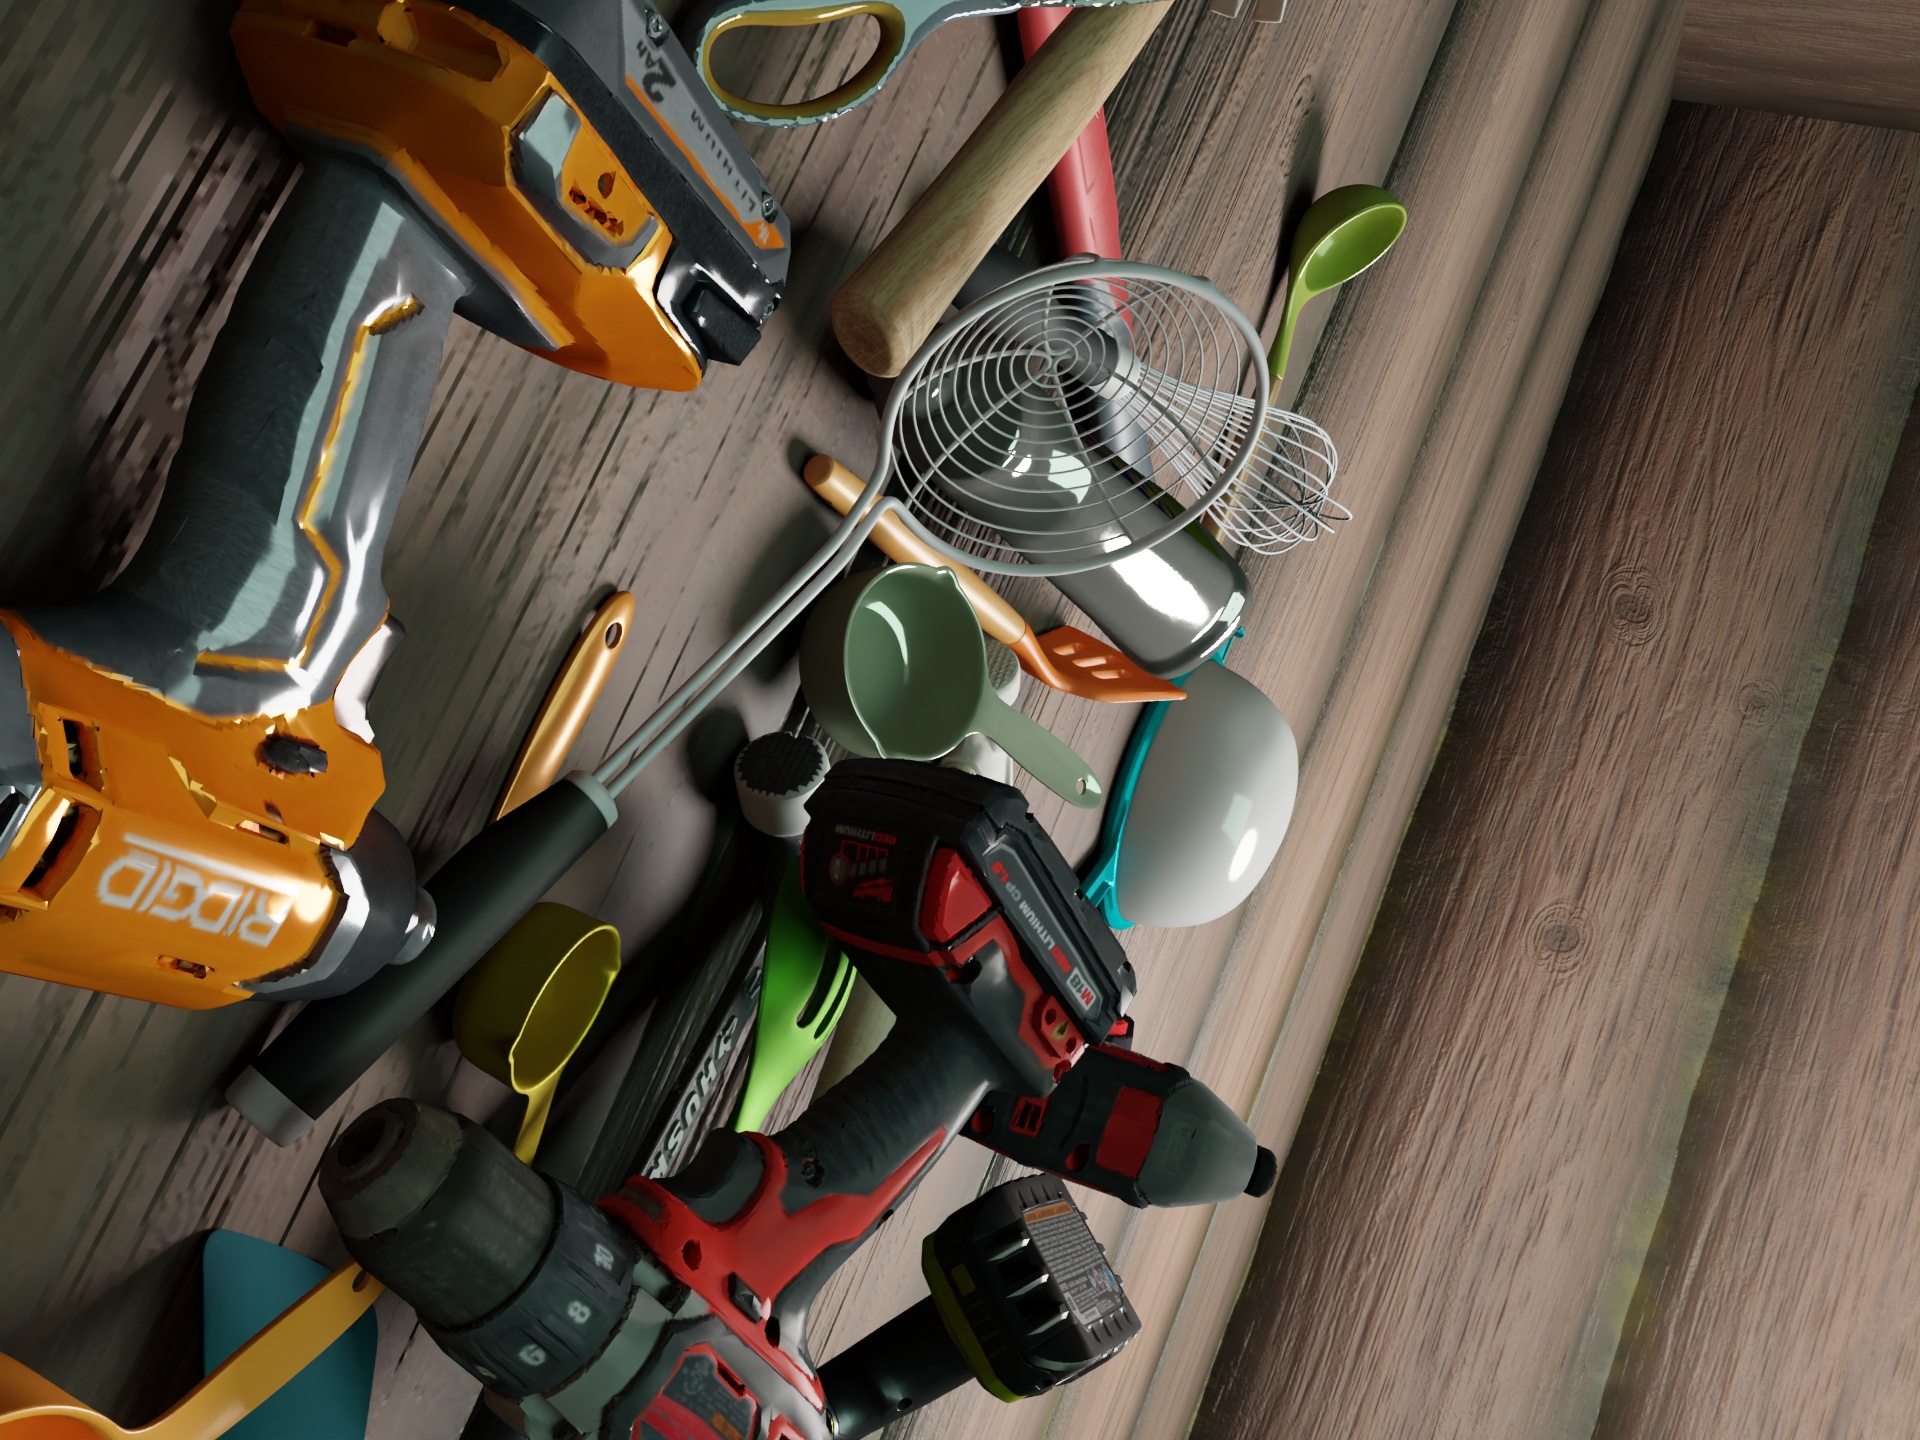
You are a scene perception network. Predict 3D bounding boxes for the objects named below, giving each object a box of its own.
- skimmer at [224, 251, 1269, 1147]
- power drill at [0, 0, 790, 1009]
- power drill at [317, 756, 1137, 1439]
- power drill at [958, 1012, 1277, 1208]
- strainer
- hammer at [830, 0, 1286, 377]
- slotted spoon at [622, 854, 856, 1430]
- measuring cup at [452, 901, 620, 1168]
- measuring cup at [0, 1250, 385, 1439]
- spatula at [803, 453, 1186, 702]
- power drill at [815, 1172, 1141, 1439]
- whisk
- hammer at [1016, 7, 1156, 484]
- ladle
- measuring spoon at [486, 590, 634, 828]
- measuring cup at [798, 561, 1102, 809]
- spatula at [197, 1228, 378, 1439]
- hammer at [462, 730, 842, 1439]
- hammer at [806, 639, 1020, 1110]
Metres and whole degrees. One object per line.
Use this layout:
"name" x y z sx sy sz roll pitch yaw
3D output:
"skimmer" -0.046 -0.007 0.465 0.363 0.090 0.127 -47 148 -23
"power drill" -0.129 -0.043 0.350 0.226 0.084 0.164 -63 157 -10
"power drill" -0.059 0.112 0.475 0.227 0.080 0.187 -52 127 -26
"power drill" 0.052 0.172 0.746 0.219 0.143 0.078 164 -54 -79
"strainer" 0.150 0.088 1.063 0.340 0.095 0.210 -44 145 -50
"hammer" 0.053 -0.244 0.563 0.331 0.031 0.129 -57 154 -23
"slotted spoon" -0.094 0.191 0.518 0.070 0.031 0.314 67 41 -63
"measuring cup" -0.149 0.125 0.509 0.156 0.029 0.062 -67 169 23
"measuring cup" -0.207 0.160 0.361 0.173 0.052 0.095 -33 136 -59
"spatula" 0.018 -0.057 0.713 0.041 0.081 0.322 -57 152 0
"power drill" -0.046 0.282 0.663 0.223 0.080 0.171 -34 160 8
"whisk" 0.084 -0.141 0.697 0.284 0.070 0.070 22 87 -43
"hammer" 0.063 -0.223 0.701 0.143 0.038 0.385 -63 156 -24
"ladle" 0.201 -0.192 1.020 0.078 0.062 0.320 21 91 -67
"measuring spoon" -0.124 0.013 0.485 0.117 0.011 0.021 -66 157 -13
"measuring cup" -0.001 -0.002 0.647 0.167 0.038 0.083 36 64 -41
"spatula" -0.212 0.288 0.372 0.082 0.044 0.318 65 37 -54
"hammer" -0.126 0.195 0.520 0.149 0.036 0.409 86 23 -47
"hammer" -0.046 0.158 0.635 0.146 0.038 0.411 89 18 -50
